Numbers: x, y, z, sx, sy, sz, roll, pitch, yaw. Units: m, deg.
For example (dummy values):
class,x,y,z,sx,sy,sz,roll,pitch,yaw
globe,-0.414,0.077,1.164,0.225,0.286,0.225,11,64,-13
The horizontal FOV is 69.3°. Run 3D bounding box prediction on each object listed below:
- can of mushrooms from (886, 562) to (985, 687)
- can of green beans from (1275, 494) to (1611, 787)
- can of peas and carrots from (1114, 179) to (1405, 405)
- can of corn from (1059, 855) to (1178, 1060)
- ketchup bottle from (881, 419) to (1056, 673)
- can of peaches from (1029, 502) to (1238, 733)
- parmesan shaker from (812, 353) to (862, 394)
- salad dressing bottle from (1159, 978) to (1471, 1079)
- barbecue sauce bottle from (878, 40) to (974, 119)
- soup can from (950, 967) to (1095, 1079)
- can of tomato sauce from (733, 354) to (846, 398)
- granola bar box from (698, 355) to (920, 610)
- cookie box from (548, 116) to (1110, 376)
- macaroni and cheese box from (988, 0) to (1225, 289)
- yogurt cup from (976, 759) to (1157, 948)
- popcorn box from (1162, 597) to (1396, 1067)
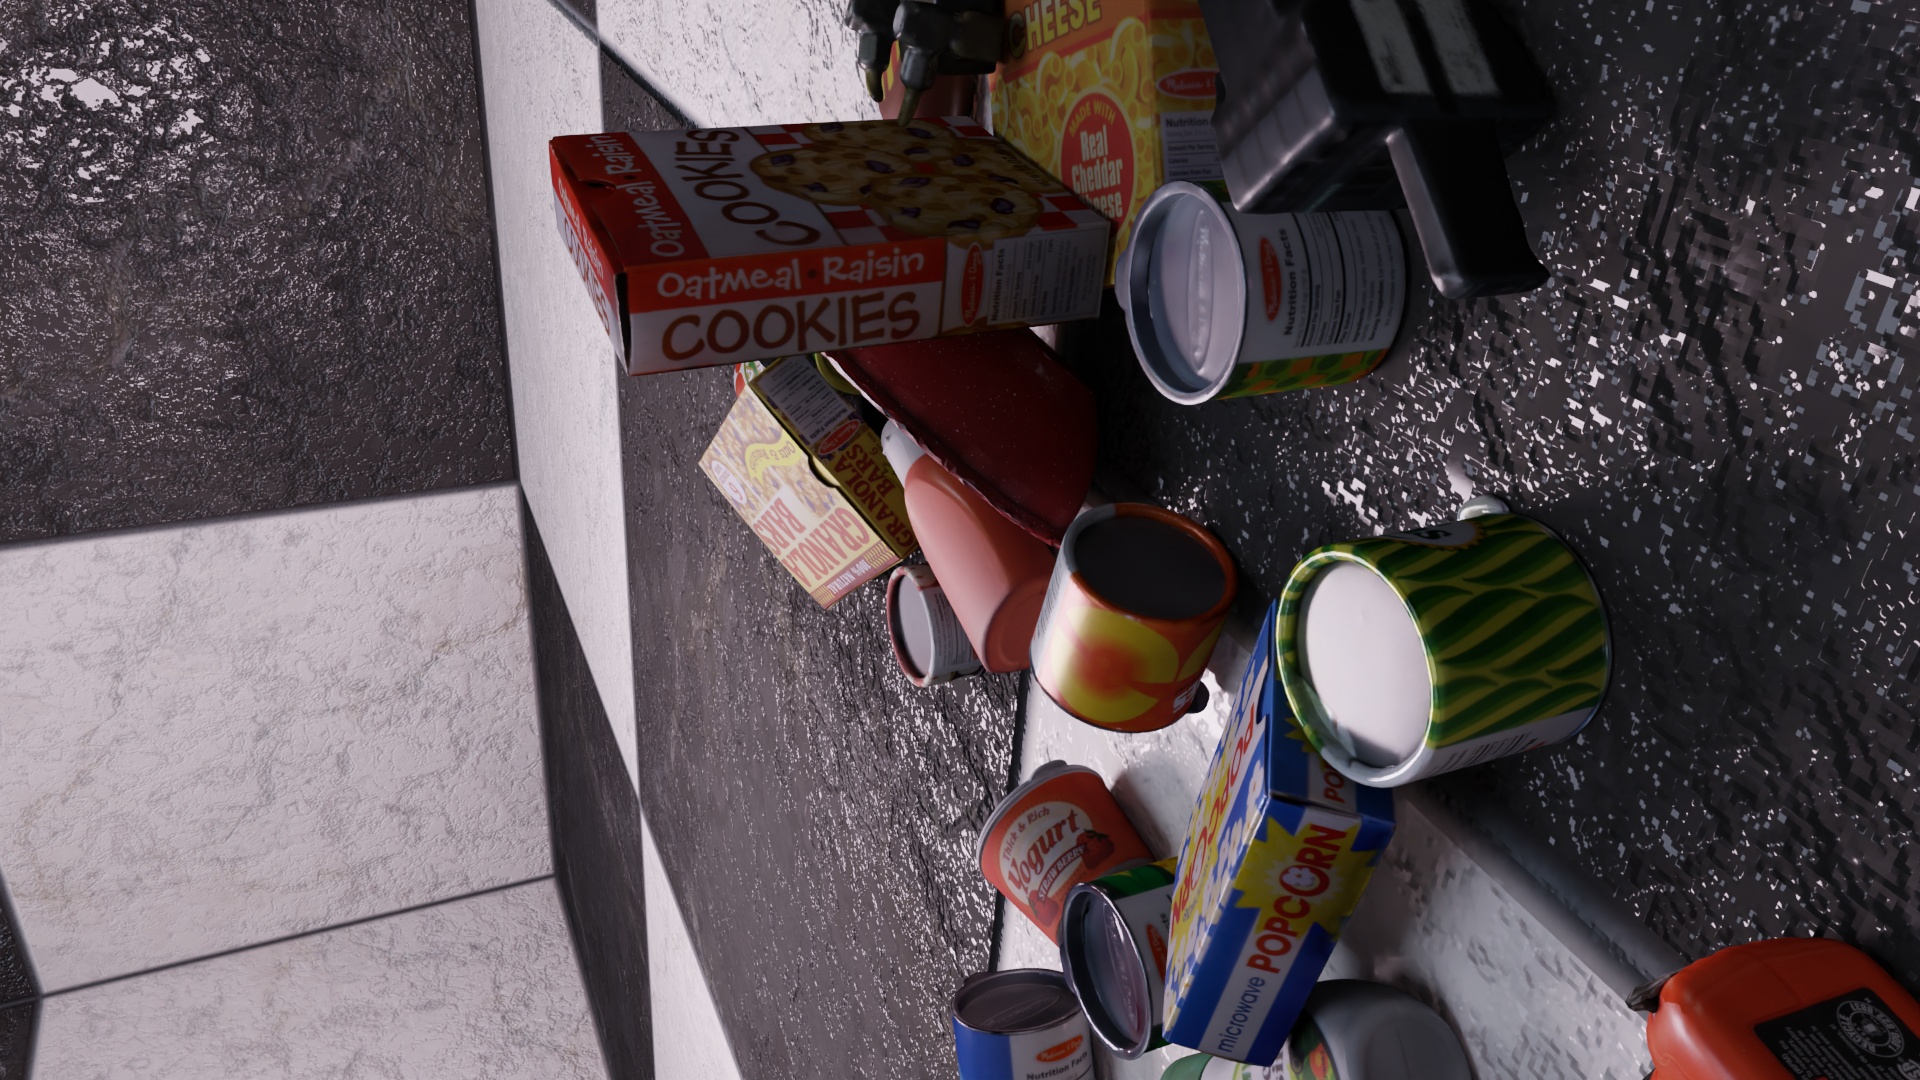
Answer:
class,x,y,z,sx,sy,sz,roll,pitch,yaw
can of mushrooms,-0.014,0.043,0.742,0.071,0.033,0.071,171,89,-67
can of green beans,0.128,0.029,0.375,0.071,0.058,0.071,172,89,-67
can of peas and carrots,0.090,-0.077,0.424,0.071,0.059,0.071,172,89,-68
can of corn,0.079,0.158,0.536,0.071,0.058,0.071,172,89,-67
ketchup bottle,0.002,-0.008,0.672,0.149,0.043,0.064,-120,32,-41
can of peaches,0.066,0.029,0.514,0.071,0.071,0.057,-121,31,-41
parmesan shaker,-0.059,-0.136,0.746,0.103,0.071,0.071,-119,30,-41
salad dressing bottle,0.115,0.191,0.483,0.147,0.044,0.064,125,137,-59
barbecue sauce bottle,-0.018,-0.226,0.641,0.065,0.044,0.148,-161,64,-65
soup can,0.031,0.260,0.674,0.071,0.071,0.083,-169,72,-66
can of tomato sauce,-0.098,-0.106,0.836,0.083,0.071,0.071,153,107,-66
granola bar box,-0.086,-0.029,0.802,0.124,0.039,0.165,49,157,-3
cookie box,-0.050,-0.112,0.492,0.123,0.168,0.040,-127,34,-48
macaroni and cheese box,0.051,-0.175,0.500,0.124,0.040,0.166,-166,69,-66
yogurt cup,0.049,0.139,0.595,0.054,0.072,0.072,45,139,42
popcorn box,0.099,0.094,0.442,0.085,0.038,0.126,-71,-7,-51
